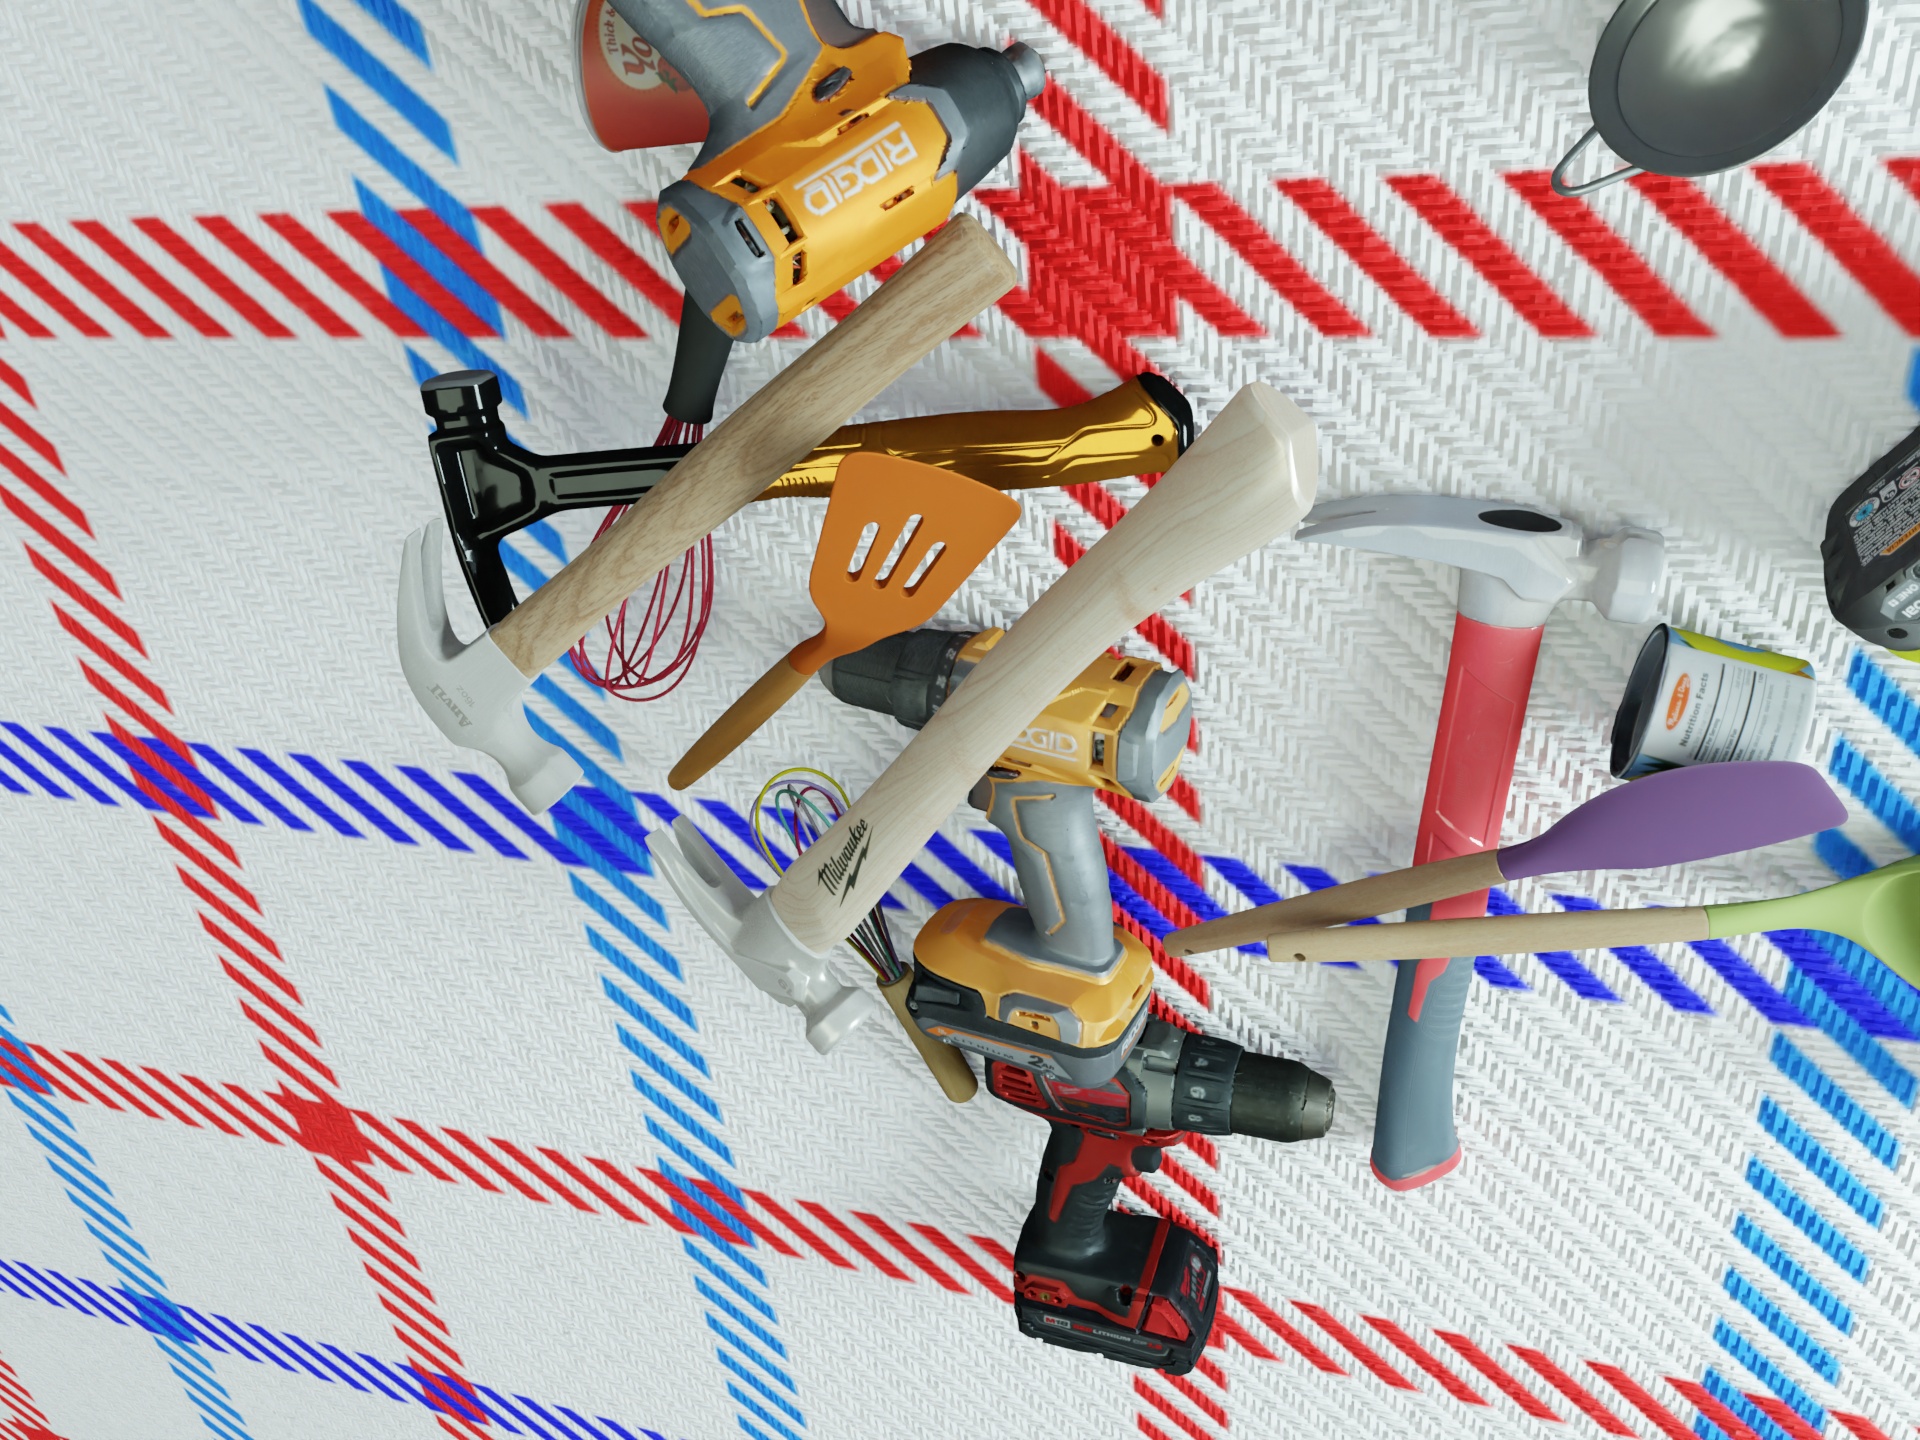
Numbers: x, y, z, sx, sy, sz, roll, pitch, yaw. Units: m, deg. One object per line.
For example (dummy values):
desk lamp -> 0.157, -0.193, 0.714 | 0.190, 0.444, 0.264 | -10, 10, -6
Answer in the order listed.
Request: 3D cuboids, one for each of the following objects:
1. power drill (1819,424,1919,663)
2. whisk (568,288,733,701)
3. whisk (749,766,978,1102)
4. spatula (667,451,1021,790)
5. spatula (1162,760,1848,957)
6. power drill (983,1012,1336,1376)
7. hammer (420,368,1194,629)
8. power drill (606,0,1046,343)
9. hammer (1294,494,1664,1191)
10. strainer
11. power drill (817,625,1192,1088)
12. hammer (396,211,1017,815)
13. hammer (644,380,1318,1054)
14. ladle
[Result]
power drill -> 0.441, -0.036, 0.555 | 0.223, 0.080, 0.171 | 33, 130, -6
whisk -> -0.133, -0.128, 0.747 | 0.073, 0.073, 0.295 | 25, 122, 5
whisk -> -0.044, 0.125, 0.891 | 0.051, 0.047, 0.244 | -4, 126, 39
spatula -> -0.082, -0.028, 0.752 | 0.081, 0.041, 0.322 | 13, 155, -24
spatula -> 0.214, 0.068, 0.698 | 0.316, 0.018, 0.059 | -23, 128, 42
power drill -> 0.110, 0.260, 0.896 | 0.188, 0.080, 0.226 | 7, 122, 18
hammer -> -0.066, -0.104, 0.699 | 0.337, 0.034, 0.127 | -4, 113, 10
power drill -> -0.076, -0.274, 0.577 | 0.226, 0.164, 0.084 | 57, 163, -14
hammer -> 0.214, 0.077, 0.749 | 0.143, 0.038, 0.386 | 11, 126, 18
strainer -> 0.291, -0.260, 0.487 | 0.258, 0.050, 0.087 | -49, 52, 33
power drill -> 0.016, 0.057, 0.795 | 0.185, 0.084, 0.226 | 14, 123, 23
hammer -> -0.114, -0.096, 0.675 | 0.331, 0.031, 0.130 | -36, 103, 20
hammer -> -0.001, -0.002, 0.710 | 0.146, 0.038, 0.410 | 47, 126, 5
ladle -> 0.294, 0.098, 0.684 | 0.320, 0.062, 0.078 | -5, 129, 13
